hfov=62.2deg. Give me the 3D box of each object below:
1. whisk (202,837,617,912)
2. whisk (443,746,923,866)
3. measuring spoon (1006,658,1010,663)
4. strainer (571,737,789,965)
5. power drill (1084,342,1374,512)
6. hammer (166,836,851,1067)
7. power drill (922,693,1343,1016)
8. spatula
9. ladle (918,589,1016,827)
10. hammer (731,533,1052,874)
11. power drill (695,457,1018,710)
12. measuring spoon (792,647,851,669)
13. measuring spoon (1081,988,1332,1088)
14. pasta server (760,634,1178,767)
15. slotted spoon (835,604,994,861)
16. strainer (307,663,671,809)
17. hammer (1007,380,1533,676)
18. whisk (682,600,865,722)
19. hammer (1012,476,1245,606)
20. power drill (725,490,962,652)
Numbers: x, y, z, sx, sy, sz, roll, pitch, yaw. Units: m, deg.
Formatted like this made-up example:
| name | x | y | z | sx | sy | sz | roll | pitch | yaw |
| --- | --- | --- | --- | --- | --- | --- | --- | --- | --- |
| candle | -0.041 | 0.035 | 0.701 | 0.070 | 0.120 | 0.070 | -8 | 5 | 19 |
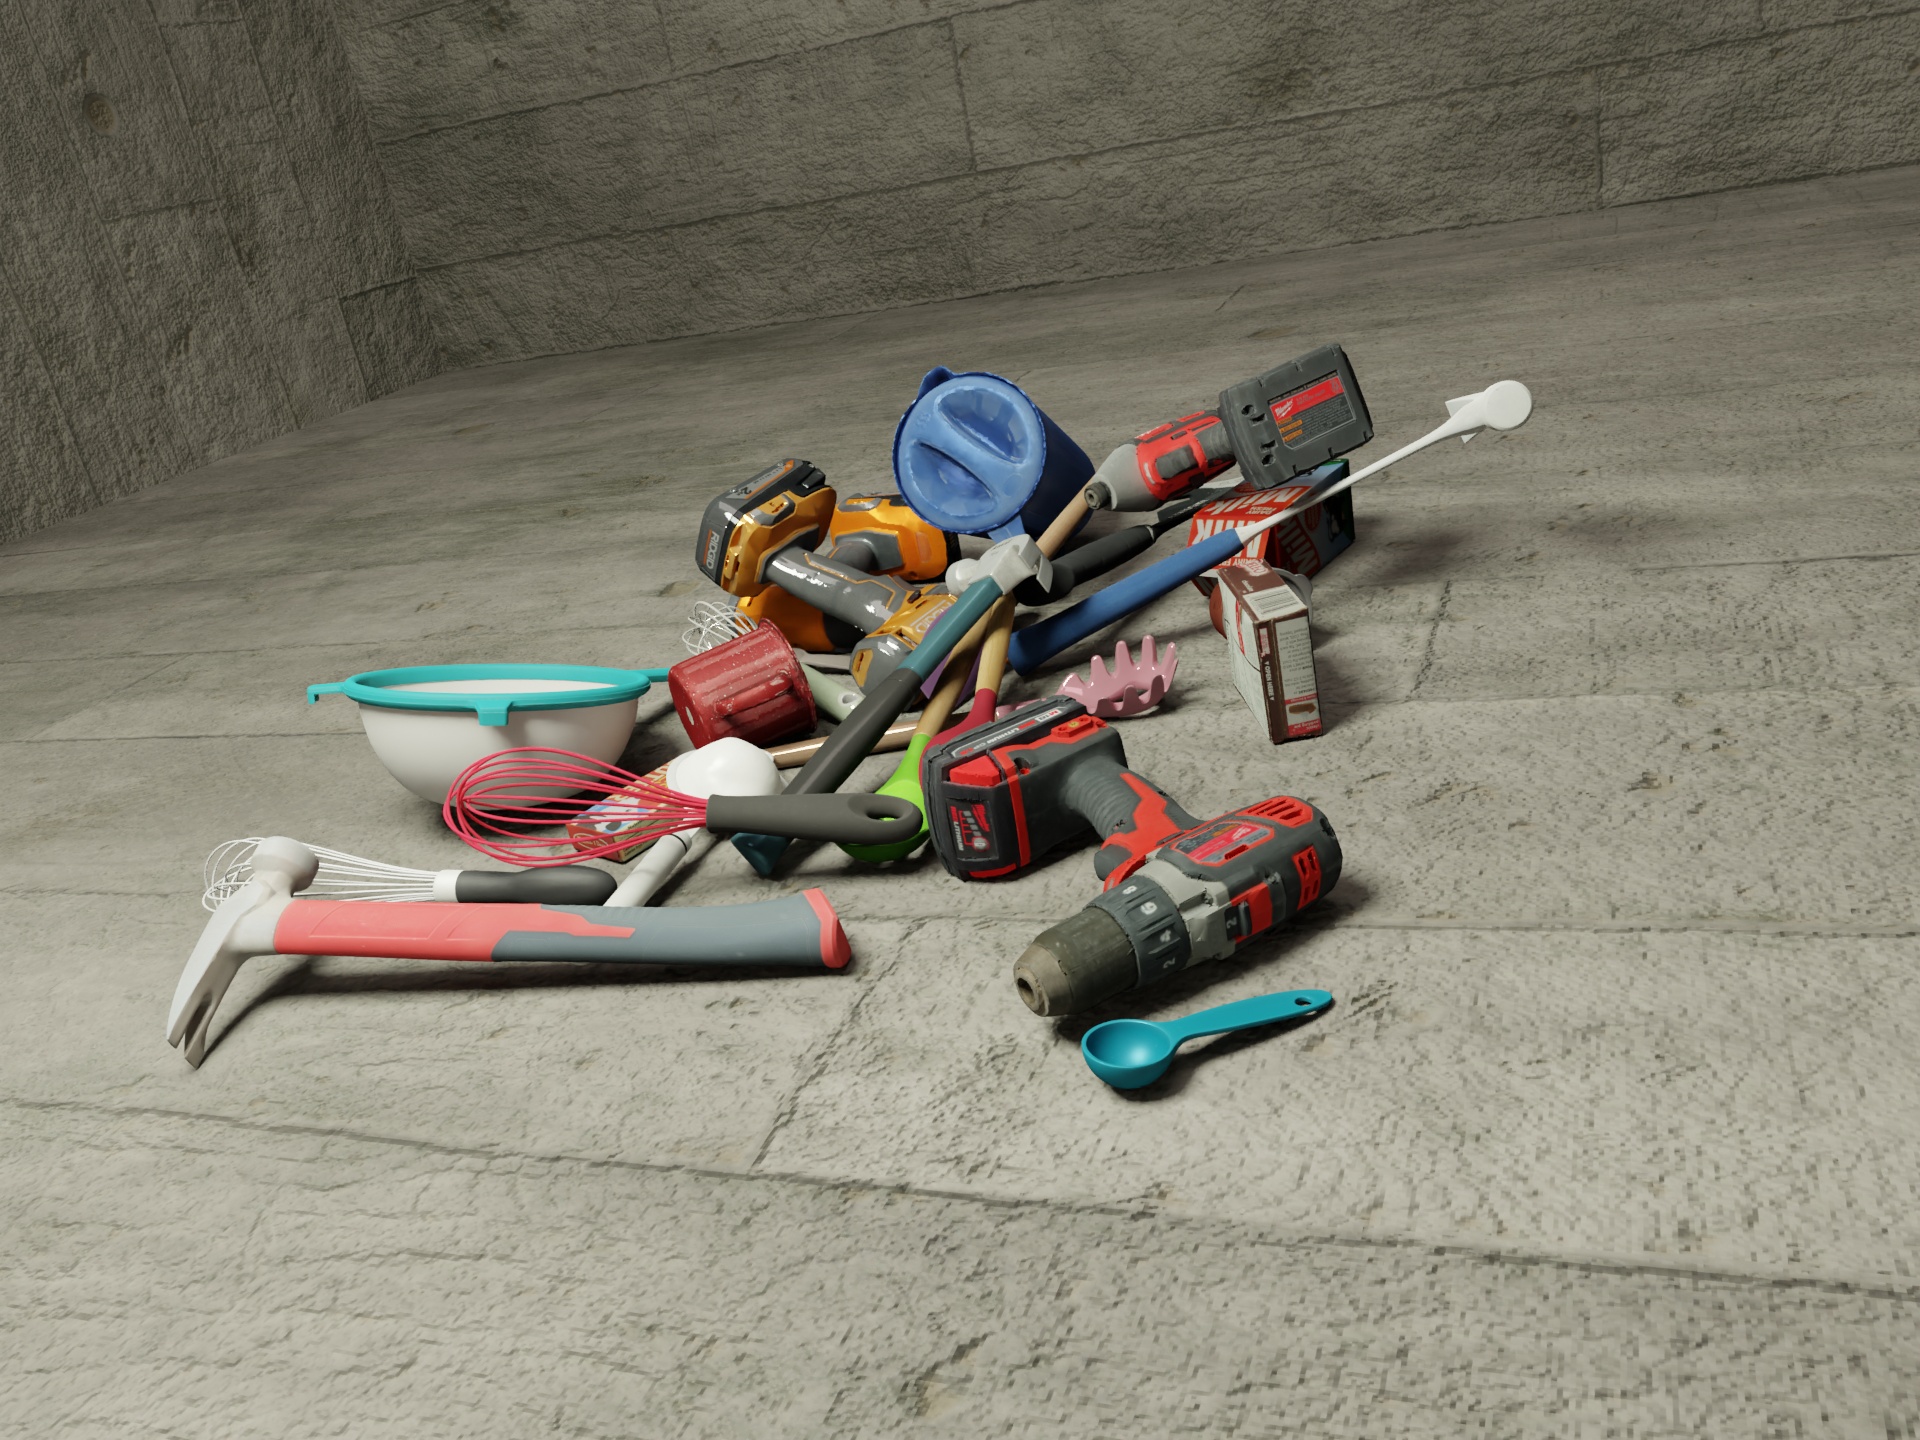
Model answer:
| name | x | y | z | sx | sy | sz | roll | pitch | yaw |
| --- | --- | --- | --- | --- | --- | --- | --- | --- | --- |
| whisk | -0.353 | 0.105 | 1.010 | 0.284 | 0.070 | 0.070 | -2 | 24 | 11 |
| whisk | -0.168 | 0.056 | 0.955 | 0.296 | 0.073 | 0.073 | 1 | 24 | 7 |
| measuring spoon | 0.022 | -0.064 | 1.292 | 0.021 | 0.011 | 0.117 | -31 | 30 | -11 |
| strainer | -0.176 | 0.072 | 1.013 | 0.087 | 0.050 | 0.258 | 24 | 38 | 8 |
| power drill | 0.196 | -0.211 | 1.225 | 0.143 | 0.078 | 0.220 | -27 | 9 | -26 |
| hammer | -0.253 | 0.132 | 0.896 | 0.386 | 0.038 | 0.143 | -1 | 48 | 13 |
| power drill | 0.066 | 0.073 | 0.860 | 0.188 | 0.080 | 0.227 | -24 | 28 | -26 |
| spatula | 0.050 | -0.118 | 1.257 | 0.018 | 0.059 | 0.316 | -16 | 27 | 46 |
| ladle | 0.021 | -0.028 | 1.089 | 0.069 | 0.031 | 0.316 | 27 | 31 | -9 |
| hammer | -0.044 | -0.019 | 1.069 | 0.128 | 0.033 | 0.331 | -17 | 27 | 52 |
| power drill | -0.073 | -0.118 | 1.268 | 0.226 | 0.084 | 0.185 | 35 | 45 | 16 |
| measuring spoon | -0.102 | -0.042 | 1.298 | 0.124 | 0.018 | 0.034 | 5 | 29 | 21 |
| measuring spoon | 0.117 | 0.148 | 0.737 | 0.128 | 0.021 | 0.042 | -9 | 20 | -19 |
| pasta server | -0.002 | -0.004 | 1.120 | 0.316 | 0.040 | 0.060 | -10 | 33 | 6 |
| slotted spoon | -0.016 | 0.001 | 1.075 | 0.070 | 0.031 | 0.314 | -3 | 33 | 19 |
| strainer | -0.296 | 0.009 | 1.195 | 0.211 | 0.095 | 0.340 | 5 | 7 | 31 |
| hammer | 0.217 | -0.139 | 1.175 | 0.405 | 0.035 | 0.144 | -27 | 4 | 12 |
| whisk | -0.146 | -0.042 | 1.258 | 0.058 | 0.059 | 0.247 | -31 | 37 | -27 |
| hammer | 0.156 | -0.158 | 1.328 | 0.149 | 0.036 | 0.409 | -8 | 13 | 35 |
| power drill | -0.083 | -0.129 | 1.409 | 0.164 | 0.084 | 0.226 | 2 | 30 | 27 |
